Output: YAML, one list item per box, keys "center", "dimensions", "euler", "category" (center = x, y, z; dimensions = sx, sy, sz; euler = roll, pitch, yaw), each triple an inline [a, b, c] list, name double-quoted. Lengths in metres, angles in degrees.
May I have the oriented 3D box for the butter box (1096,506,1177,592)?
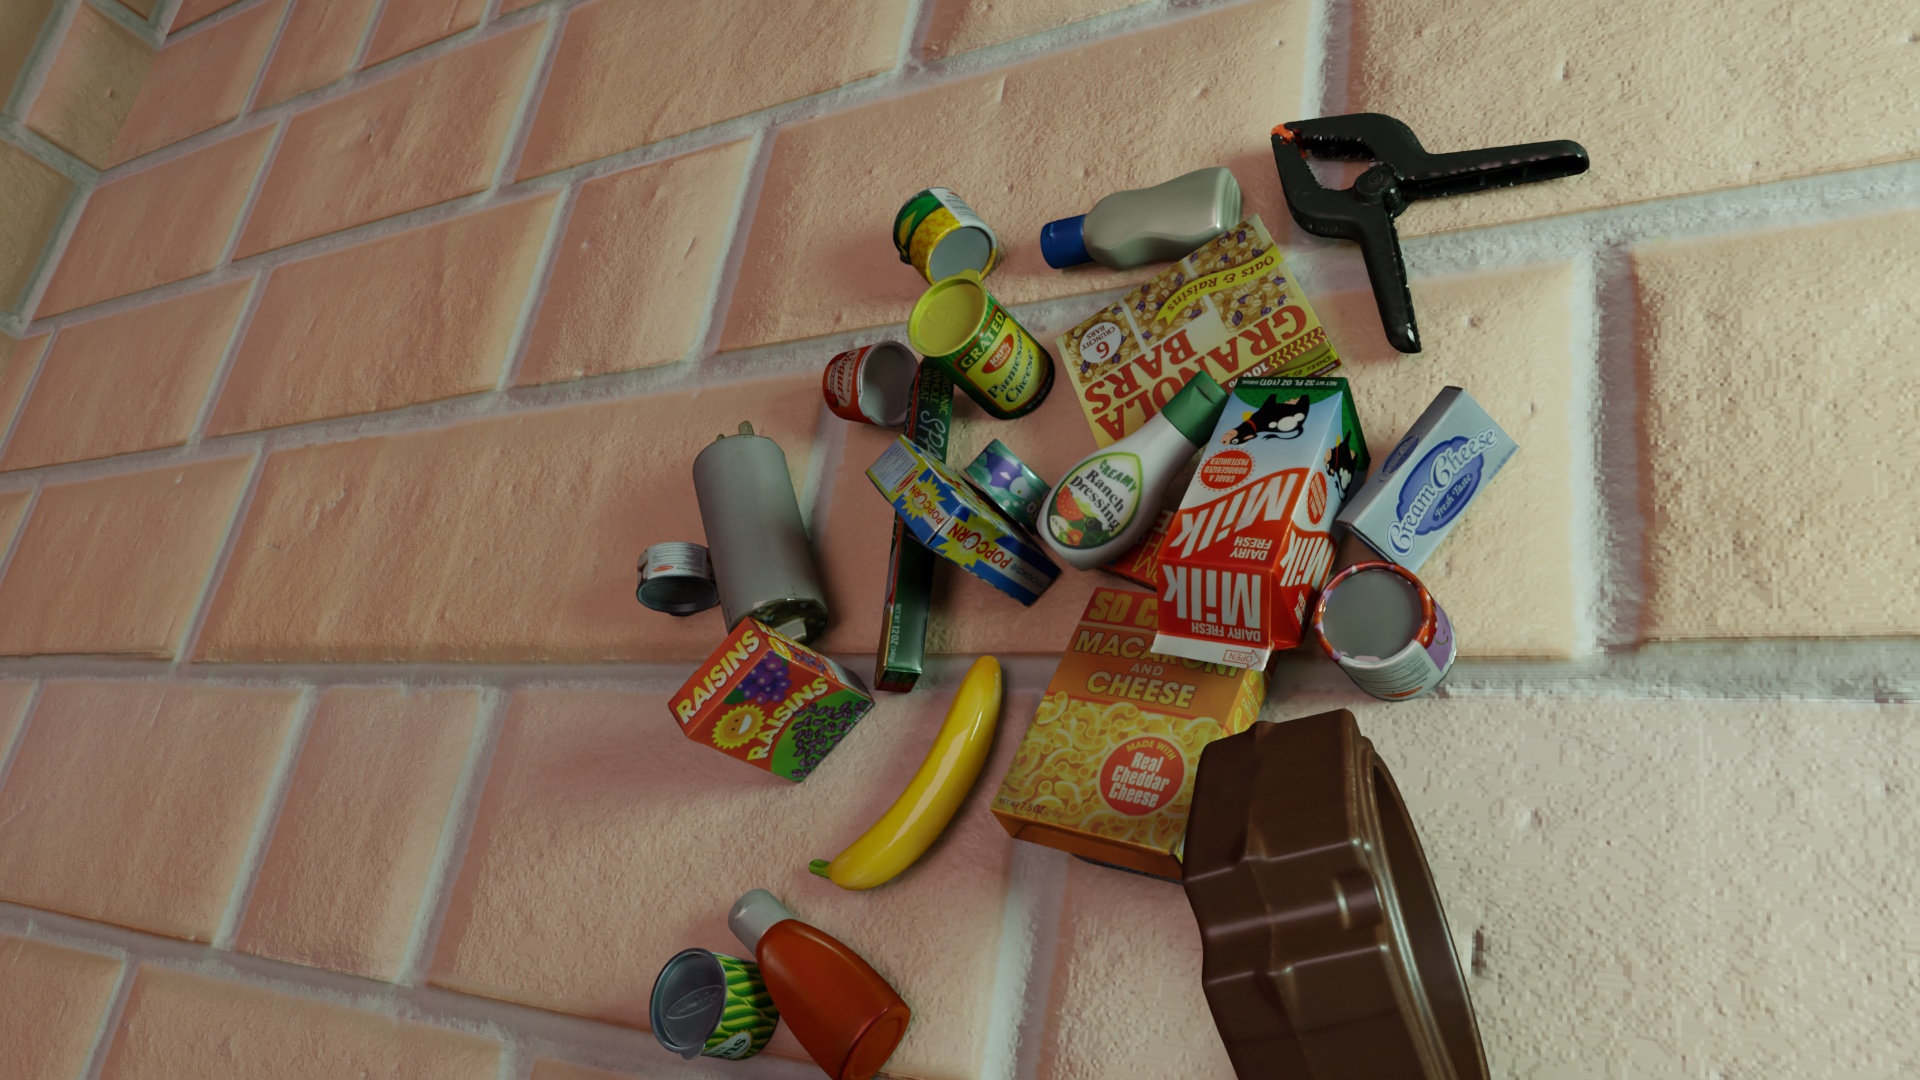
- center: [0.129, 0.006, 0.911]
  dimensions: [0.103, 0.024, 0.053]
  euler: [23, 82, 40]
  category: "butter box"

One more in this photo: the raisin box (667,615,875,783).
- center: [-0.130, 0.113, 0.968]
  dimensions: [0.086, 0.123, 0.040]
  euler: [-47, 50, 6]
  category: "raisin box"

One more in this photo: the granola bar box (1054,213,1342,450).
- center: [0.159, -0.129, 0.950]
  dimensions: [0.165, 0.039, 0.125]
  euler: [-31, 54, 18]
  category: "granola bar box"

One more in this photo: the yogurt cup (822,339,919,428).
- center: [-0.071, -0.122, 1.090]
  dimensions: [0.054, 0.072, 0.072]
  euler: [3, 69, 44]
  category: "yogurt cup"

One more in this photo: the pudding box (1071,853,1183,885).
- center: [0.112, 0.175, 0.831]
  dimensions: [0.083, 0.030, 0.050]
  euler: [4, 68, 35]
  category: "pudding box"

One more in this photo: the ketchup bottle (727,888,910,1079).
- center: [-0.099, 0.285, 0.910]
  dimensions: [0.149, 0.043, 0.065]
  euler: [33, 87, 41]
  category: "ketchup bottle"

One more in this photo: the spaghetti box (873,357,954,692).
- center: [-0.033, -0.015, 1.013]
  dimensions: [0.029, 0.050, 0.251]
  euler: [10, 66, -9]
  category: "spaghetti box"

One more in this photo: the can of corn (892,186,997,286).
- center: [-0.013, -0.236, 1.108]
  dimensions: [0.071, 0.071, 0.058]
  euler: [-44, 50, 8]
  category: "can of corn"

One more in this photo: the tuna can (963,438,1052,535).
- center: [0.038, -0.037, 0.968]
  dimensions: [0.033, 0.071, 0.071]
  euler: [-47, 50, 5]
  category: "tuna can"

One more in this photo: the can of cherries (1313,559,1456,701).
- center: [0.240, 0.049, 0.790]
  dimensions: [0.071, 0.058, 0.072]
  euler: [-15, 60, 28]
  category: "can of cherries"

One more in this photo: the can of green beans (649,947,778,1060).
- center: [-0.164, 0.311, 0.931]
  dimensions: [0.071, 0.057, 0.071]
  euler: [-15, 59, 27]
  category: "can of green beans"

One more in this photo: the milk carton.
- center: [0.176, -0.005, 0.819]
  dimensions: [0.072, 0.073, 0.191]
  euler: [6, 53, 35]
  category: "milk carton"

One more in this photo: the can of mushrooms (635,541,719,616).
- center: [-0.226, 0.031, 1.115]
  dimensions: [0.071, 0.071, 0.033]
  euler: [-21, 57, 24]
  category: "can of mushrooms"

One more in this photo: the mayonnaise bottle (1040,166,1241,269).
- center: [0.131, -0.231, 1.023]
  dimensions: [0.148, 0.041, 0.065]
  euler: [-5, 63, 34]
  category: "mayonnaise bottle"

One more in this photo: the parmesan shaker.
- center: [0.018, -0.141, 1.011]
  dimensions: [0.071, 0.103, 0.071]
  euler: [-15, 60, 28]
  category: "parmesan shaker"

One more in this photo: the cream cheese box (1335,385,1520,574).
- center: [0.274, -0.034, 0.813]
  dimensions: [0.104, 0.053, 0.024]
  euler: [-51, 16, 1]
  category: "cream cheese box"

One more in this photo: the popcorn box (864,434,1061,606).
- center: [0.003, -0.012, 0.939]
  dimensions: [0.038, 0.126, 0.085]
  euler: [-48, 49, 9]
  category: "popcorn box"

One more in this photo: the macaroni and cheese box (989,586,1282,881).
- center: [0.108, 0.111, 0.833]
  dimensions: [0.123, 0.040, 0.167]
  euler: [7, 54, 35]
  category: "macaroni and cheese box"

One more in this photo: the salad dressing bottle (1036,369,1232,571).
- center: [0.115, -0.046, 0.895]
  dimensions: [0.147, 0.044, 0.064]
  euler: [-45, 69, 11]
  category: "salad dressing bottle"
